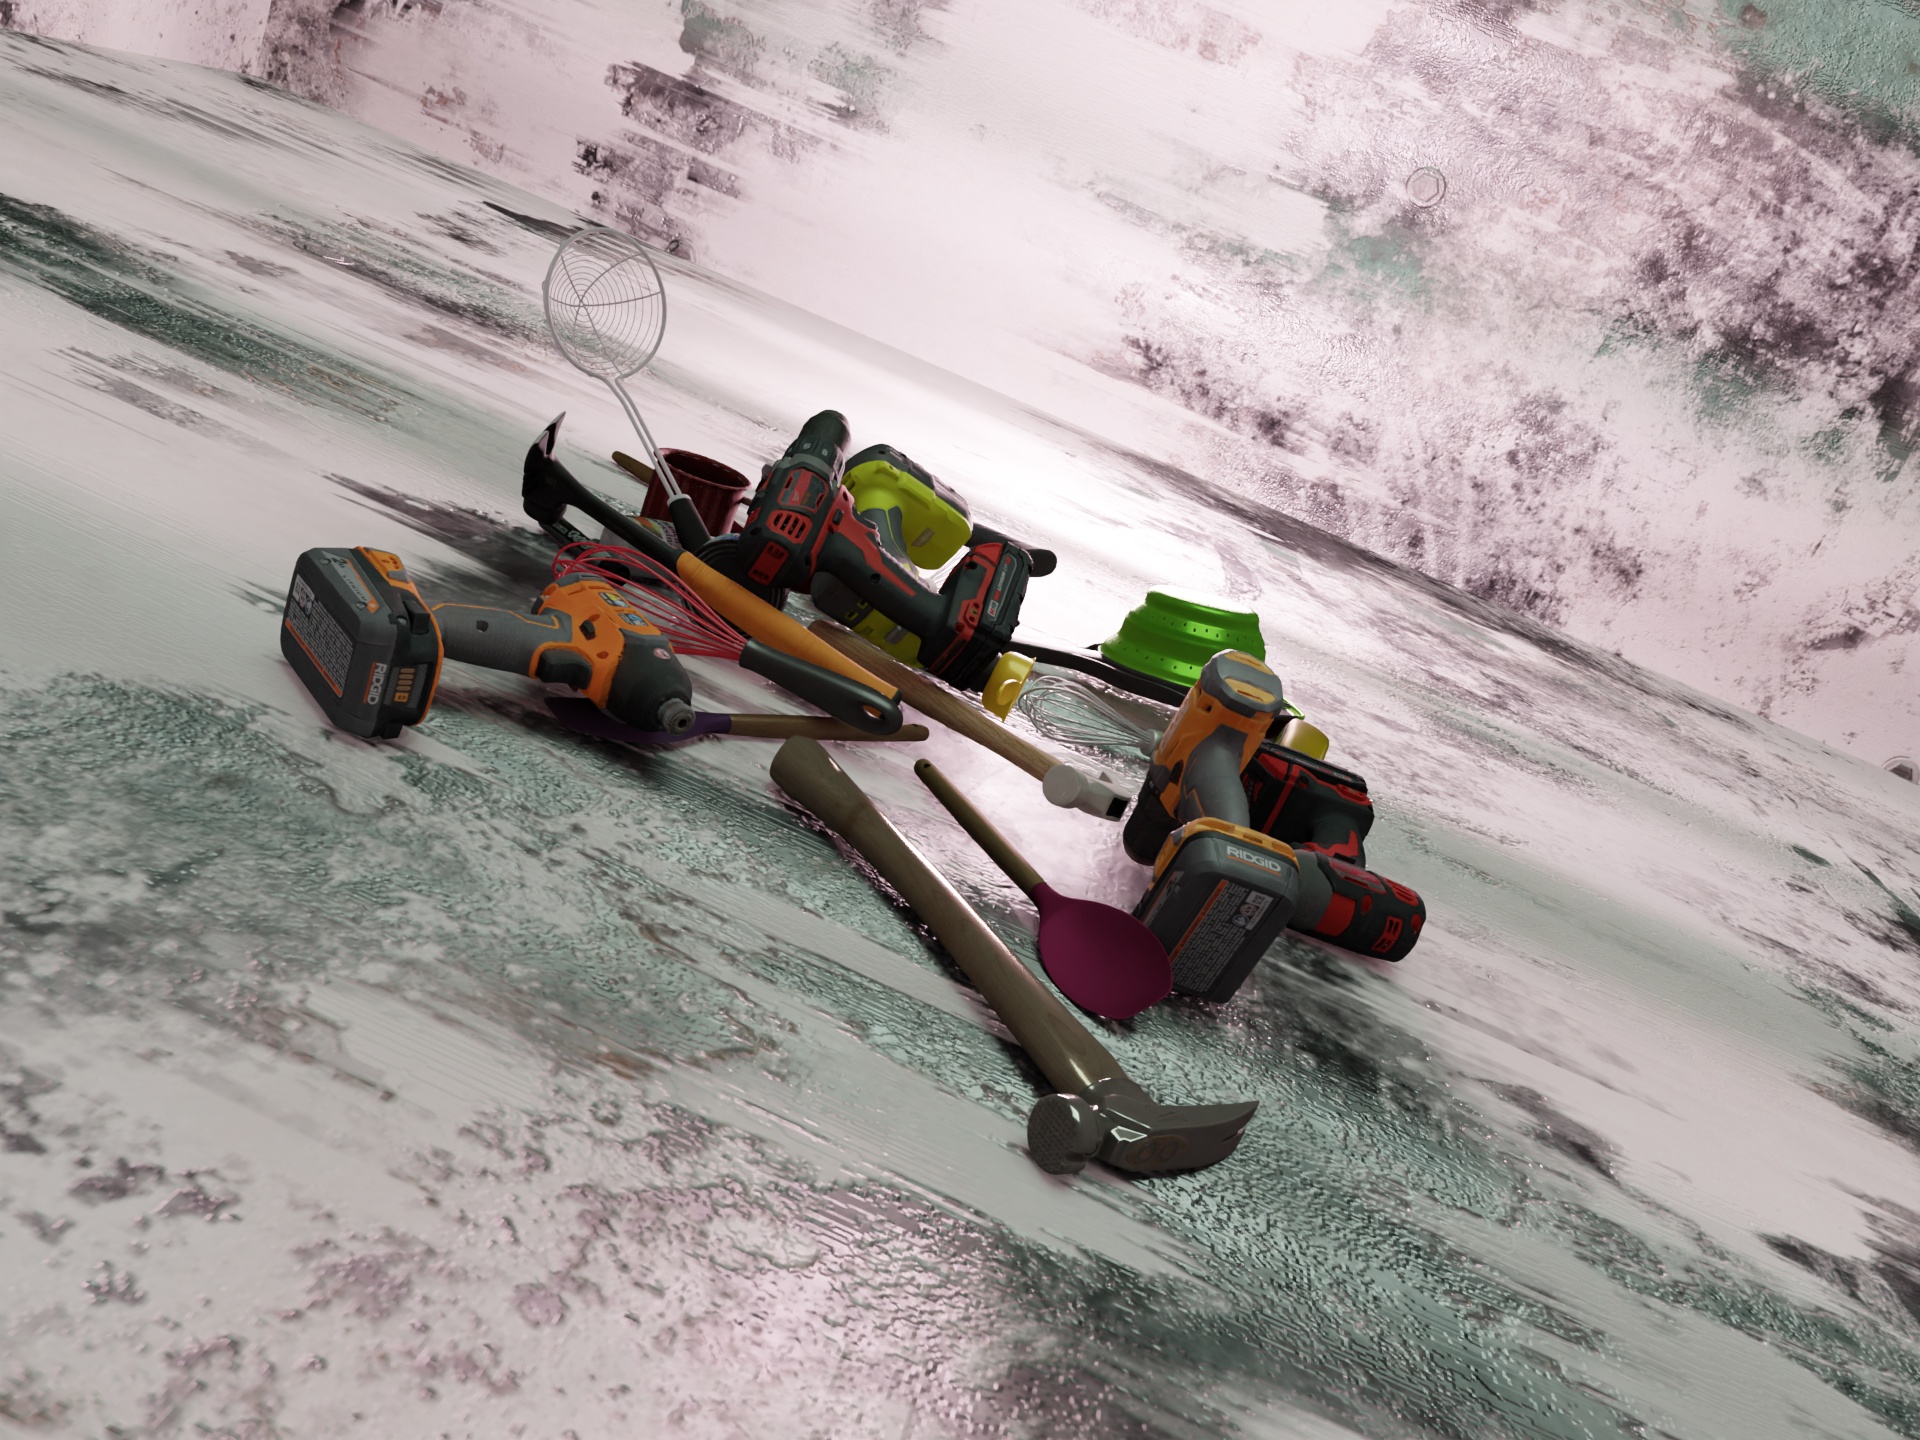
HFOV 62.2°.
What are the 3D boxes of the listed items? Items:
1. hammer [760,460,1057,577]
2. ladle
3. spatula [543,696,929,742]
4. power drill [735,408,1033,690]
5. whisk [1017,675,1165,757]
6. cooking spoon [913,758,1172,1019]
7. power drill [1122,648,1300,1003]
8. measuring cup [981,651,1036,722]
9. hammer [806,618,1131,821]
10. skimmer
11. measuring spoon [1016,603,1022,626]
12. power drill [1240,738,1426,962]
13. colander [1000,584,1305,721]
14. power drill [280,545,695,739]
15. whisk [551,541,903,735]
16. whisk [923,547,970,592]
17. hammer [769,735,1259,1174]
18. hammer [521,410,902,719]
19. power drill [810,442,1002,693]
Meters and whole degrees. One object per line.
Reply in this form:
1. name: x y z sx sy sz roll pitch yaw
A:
1. hammer: -0.043 -0.219 1.683 0.149 0.036 0.409 -11 26 -38
2. ladle: -0.246 -0.204 1.570 0.316 0.031 0.069 33 21 32
3. spatula: -0.144 0.004 1.127 0.315 0.018 0.060 3 27 -42
4. power drill: -0.058 -0.145 1.285 0.226 0.080 0.188 29 47 -13
5. whisk: 0.159 0.016 1.399 0.246 0.059 0.058 19 57 -23
6. cooking spoon: 0.040 0.101 1.055 0.069 0.017 0.319 -27 35 -14
7. power drill: 0.157 0.083 1.077 0.084 0.185 0.226 20 38 -8
8. measuring cup: 0.032 -0.030 1.308 0.029 0.062 0.156 27 6 6
9. hammer: -0.002 -0.004 1.260 0.332 0.031 0.130 31 5 34
10. skimmer: -0.251 -0.252 1.352 0.127 0.090 0.363 -10 65 -47
11. measuring spoon: 0.048 -0.116 1.557 0.034 0.018 0.124 -8 -17 -10
12. power drill: 0.273 0.101 1.255 0.143 0.078 0.220 20 22 -7
13. colander: 0.146 -0.089 1.525 0.397 0.094 0.205 11 14 -11
14. power drill: -0.278 -0.039 0.982 0.226 0.084 0.164 1 28 -44
15. whisk: -0.174 -0.058 1.172 0.296 0.073 0.073 25 19 11
16. whisk: -0.021 -0.133 1.587 0.070 0.070 0.284 29 23 18
17. hammer: 0.003 0.121 0.948 0.146 0.038 0.411 9 23 -39
18. hammer: -0.187 -0.105 1.215 0.337 0.034 0.127 34 -26 -3
19. power drill: -0.041 -0.132 1.428 0.190 0.080 0.229 31 32 -26
